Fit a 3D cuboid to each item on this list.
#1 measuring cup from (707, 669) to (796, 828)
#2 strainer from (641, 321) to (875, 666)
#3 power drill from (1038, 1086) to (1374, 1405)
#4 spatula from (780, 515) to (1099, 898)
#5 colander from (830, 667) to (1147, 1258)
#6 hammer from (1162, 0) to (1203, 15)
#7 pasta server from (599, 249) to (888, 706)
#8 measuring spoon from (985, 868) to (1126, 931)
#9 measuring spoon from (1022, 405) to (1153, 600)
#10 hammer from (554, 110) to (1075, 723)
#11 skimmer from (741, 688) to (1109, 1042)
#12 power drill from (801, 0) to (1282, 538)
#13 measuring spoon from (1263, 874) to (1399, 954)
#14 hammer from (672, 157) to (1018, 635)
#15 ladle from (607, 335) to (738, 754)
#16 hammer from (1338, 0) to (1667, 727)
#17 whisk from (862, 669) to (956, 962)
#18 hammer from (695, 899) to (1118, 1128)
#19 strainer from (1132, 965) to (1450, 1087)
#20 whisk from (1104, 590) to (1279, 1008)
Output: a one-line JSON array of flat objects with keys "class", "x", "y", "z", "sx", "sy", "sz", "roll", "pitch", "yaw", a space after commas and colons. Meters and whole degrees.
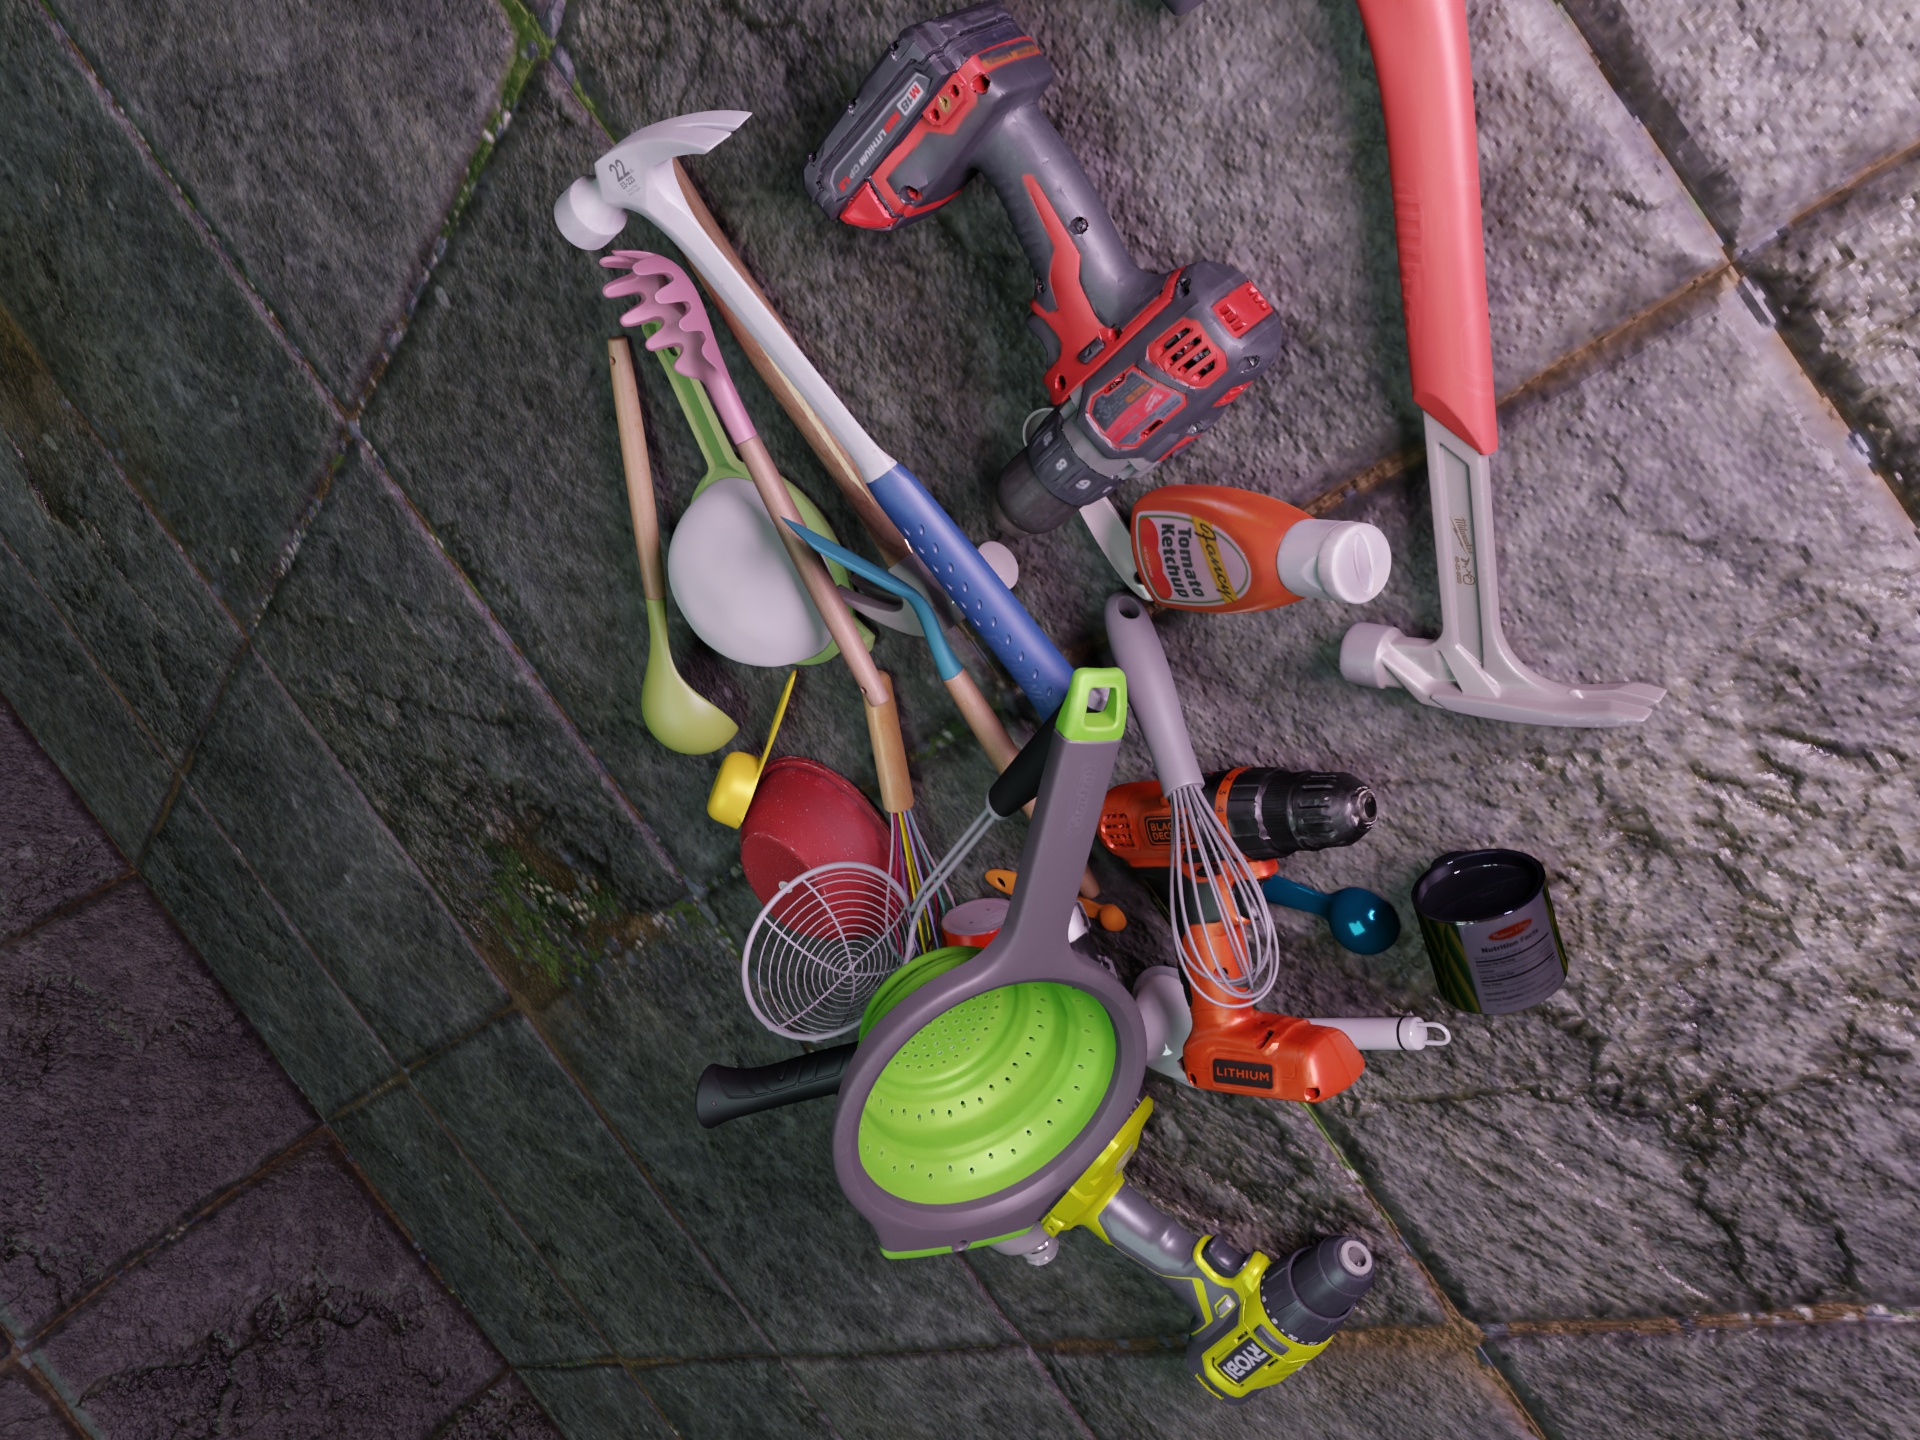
[{"class": "measuring cup", "x": -0.154, "y": 0.017, "z": 1.170, "sx": 0.029, "sy": 0.062, "sz": 0.156, "roll": 19, "pitch": 129, "yaw": -10}, {"class": "strainer", "x": -0.165, "y": -0.137, "z": 1.045, "sx": 0.151, "sy": 0.069, "sz": 0.256, "roll": 0, "pitch": 120, "yaw": 45}, {"class": "power drill", "x": 0.160, "y": 0.354, "z": 1.100, "sx": 0.228, "sy": 0.080, "sz": 0.190, "roll": 39, "pitch": 135, "yaw": 12}, {"class": "spatula", "x": -0.002, "y": -0.003, "z": 0.973, "sx": 0.317, "sy": 0.044, "sz": 0.082, "roll": 57, "pitch": 175, "yaw": -23}, {"class": "colander", "x": 0.020, "y": 0.133, "z": 0.934, "sx": 0.095, "sy": 0.204, "sz": 0.397, "roll": 49, "pitch": 133, "yaw": 52}, {"class": "hammer", "x": -0.044, "y": -0.425, "z": 0.732, "sx": 0.409, "sy": 0.036, "sz": 0.149, "roll": 34, "pitch": 137, "yaw": 20}, {"class": "pasta server", "x": -0.125, "y": -0.144, "z": 0.975, "sx": 0.060, "sy": 0.040, "sz": 0.316, "roll": -1, "pitch": 119, "yaw": 58}, {"class": "measuring spoon", "x": 0.061, "y": 0.121, "z": 1.068, "sx": 0.117, "sy": 0.011, "sz": 0.021, "roll": 14, "pitch": 128, "yaw": 38}, {"class": "measuring spoon", "x": 0.076, "y": -0.119, "z": 0.868, "sx": 0.034, "sy": 0.018, "sz": 0.124, "roll": -21, "pitch": 110, "yaw": 39}, {"class": "hammer", "x": -0.047, "y": -0.143, "z": 0.859, "sx": 0.144, "sy": 0.035, "sz": 0.405, "roll": -13, "pitch": 123, "yaw": 51}, {"class": "skimmer", "x": -0.029, "y": 0.079, "z": 0.972, "sx": 0.363, "sy": 0.090, "sz": 0.127, "roll": -52, "pitch": 36, "yaw": 44}, {"class": "power drill", "x": 0.027, "y": -0.210, "z": 0.785, "sx": 0.226, "sy": 0.080, "sz": 0.188, "roll": 50, "pitch": 135, "yaw": -3}, {"class": "measuring spoon", "x": 0.189, "y": 0.107, "z": 0.920, "sx": 0.129, "sy": 0.021, "sz": 0.042, "roll": 16, "pitch": 129, "yaw": 36}, {"class": "hammer", "x": -0.096, "y": -0.195, "z": 0.964, "sx": 0.130, "sy": 0.031, "sz": 0.331, "roll": -28, "pitch": 97, "yaw": 51}, {"class": "ladle", "x": -0.213, "y": -0.118, "z": 1.142, "sx": 0.078, "sy": 0.062, "sz": 0.320, "roll": 19, "pitch": 124, "yaw": 37}, {"class": "hammer", "x": 0.216, "y": -0.161, "z": 0.675, "sx": 0.149, "sy": 0.037, "sz": 0.358, "roll": 11, "pitch": 127, "yaw": 39}, {"class": "whisk", "x": -0.041, "y": 0.077, "z": 1.115, "sx": 0.051, "sy": 0.047, "sz": 0.244, "roll": 5, "pitch": 119, "yaw": 28}, {"class": "hammer", "x": -0.041, "y": 0.233, "z": 1.086, "sx": 0.335, "sy": 0.035, "sz": 0.146, "roll": -19, "pitch": 95, "yaw": 24}, {"class": "strainer", "x": 0.184, "y": 0.193, "z": 0.982, "sx": 0.258, "sy": 0.050, "sz": 0.087, "roll": -12, "pitch": 99, "yaw": 45}, {"class": "whisk", "x": 0.116, "y": 0.037, "z": 0.851, "sx": 0.055, "sy": 0.055, "sz": 0.239, "roll": -43, "pitch": 56, "yaw": 51}]
